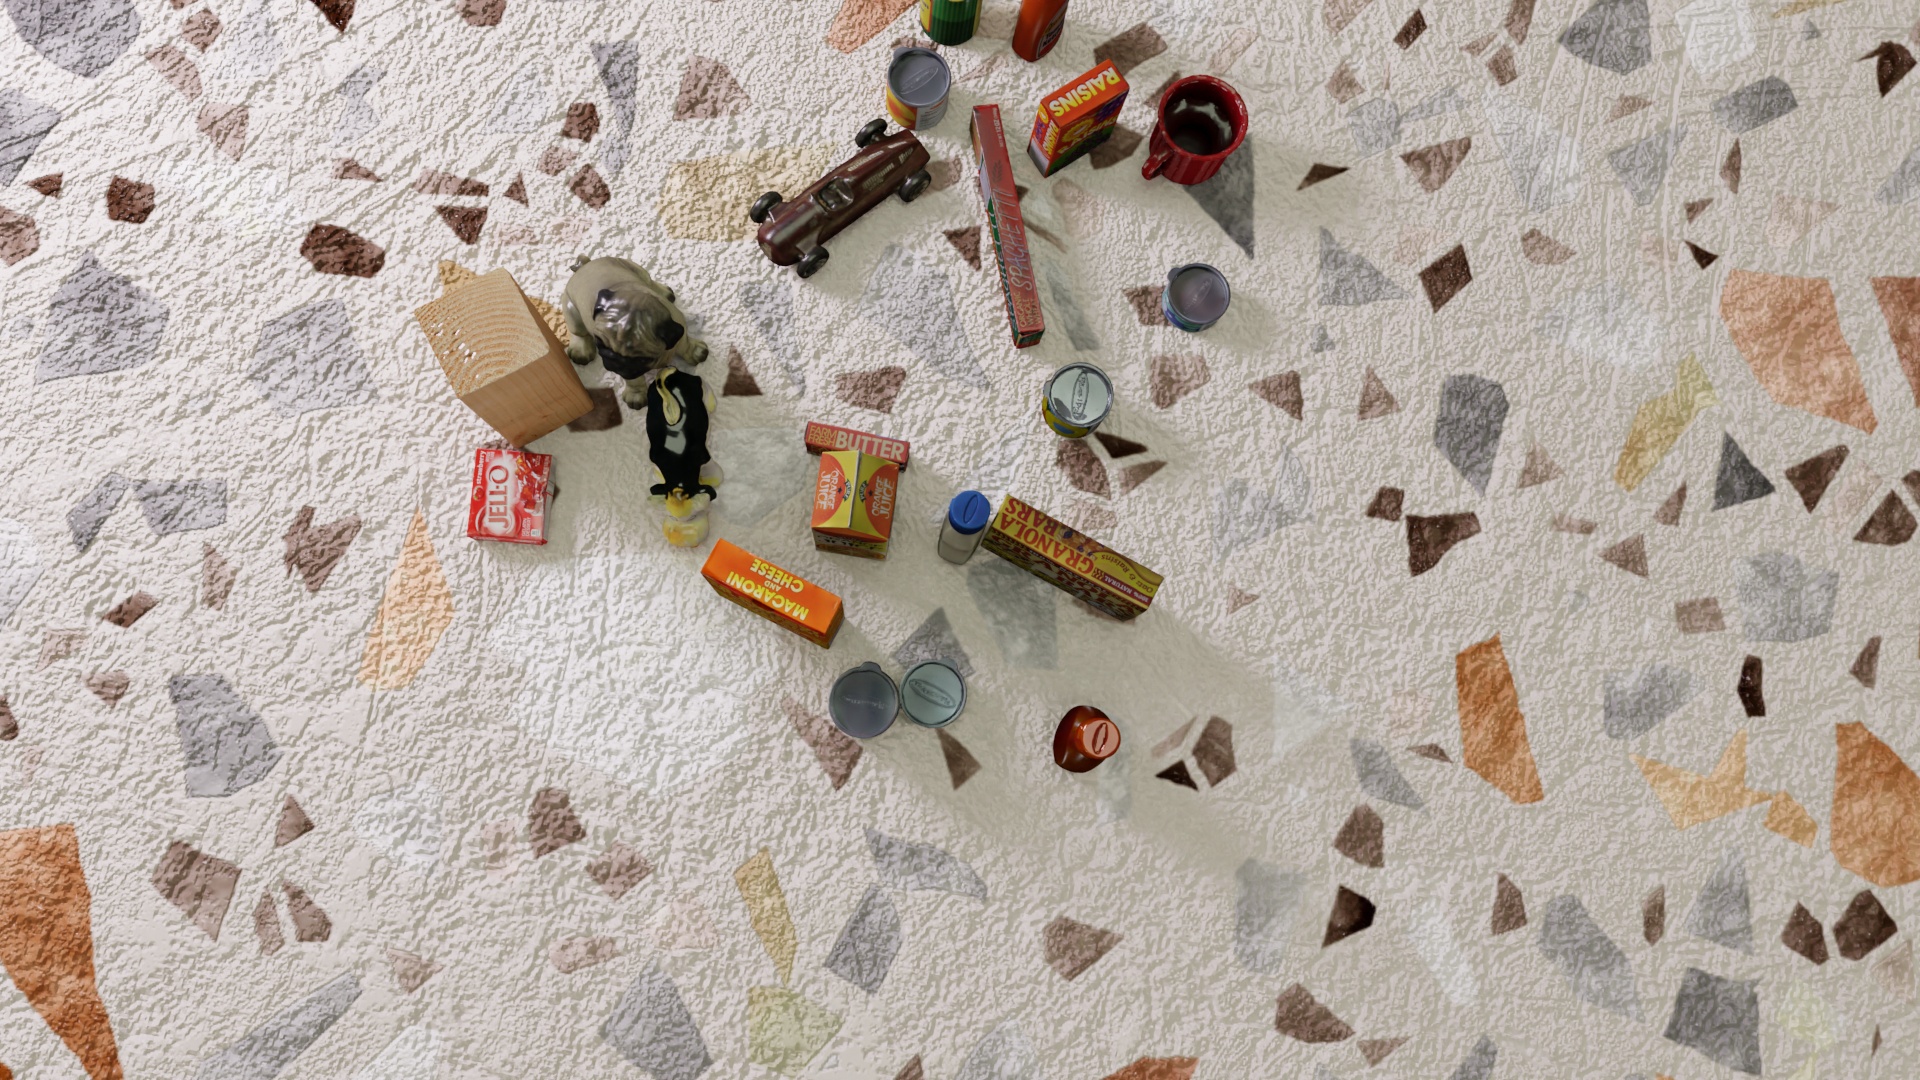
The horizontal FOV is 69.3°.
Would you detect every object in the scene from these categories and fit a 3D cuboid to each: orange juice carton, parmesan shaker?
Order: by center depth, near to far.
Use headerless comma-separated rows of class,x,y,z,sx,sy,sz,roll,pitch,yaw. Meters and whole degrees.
orange juice carton,-0.098,-0.032,1.295,0.073,0.192,0.072,9,81,-3
parmesan shaker,-0.009,-0.562,1.433,0.071,0.103,0.071,1,81,-4

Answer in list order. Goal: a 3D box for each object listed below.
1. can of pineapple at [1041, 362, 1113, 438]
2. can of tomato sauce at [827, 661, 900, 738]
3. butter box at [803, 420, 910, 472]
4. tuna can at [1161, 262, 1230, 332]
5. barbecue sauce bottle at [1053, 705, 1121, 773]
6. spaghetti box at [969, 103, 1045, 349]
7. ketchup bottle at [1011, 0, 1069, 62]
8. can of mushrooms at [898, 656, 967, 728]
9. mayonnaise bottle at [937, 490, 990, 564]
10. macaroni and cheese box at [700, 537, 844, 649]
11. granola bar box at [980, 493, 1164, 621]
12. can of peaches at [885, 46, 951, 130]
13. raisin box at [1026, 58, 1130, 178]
can of pineapple,0.115,-0.141,1.396,0.071,0.057,0.071,1,81,-4
can of tomato sauce,-0.092,0.153,1.321,0.071,0.083,0.071,1,81,-4
butter box,-0.102,-0.092,1.375,0.103,0.053,0.024,12,81,-2
tuna can,0.241,-0.252,1.436,0.071,0.032,0.071,1,81,-4
barbecue sauce bottle,0.119,0.185,1.297,0.044,0.148,0.065,19,81,-1
spaghetti box,0.047,-0.321,1.425,0.029,0.050,0.250,-10,82,-5
ketchup bottle,0.086,-0.549,1.415,0.043,0.148,0.065,37,81,2
can of mushrooms,-0.026,0.147,1.351,0.071,0.033,0.071,1,81,-4
mayonnaise bottle,0.005,-0.017,1.322,0.041,0.148,0.065,22,81,0
macaroni and cheese box,-0.170,0.053,1.289,0.124,0.166,0.040,26,81,0
granola bar box,0.103,0.020,1.335,0.165,0.124,0.039,28,81,1
can of peaches,-0.045,-0.469,1.438,0.071,0.058,0.071,1,81,-4
raisin box,0.118,-0.426,1.410,0.086,0.123,0.040,-32,85,-8
